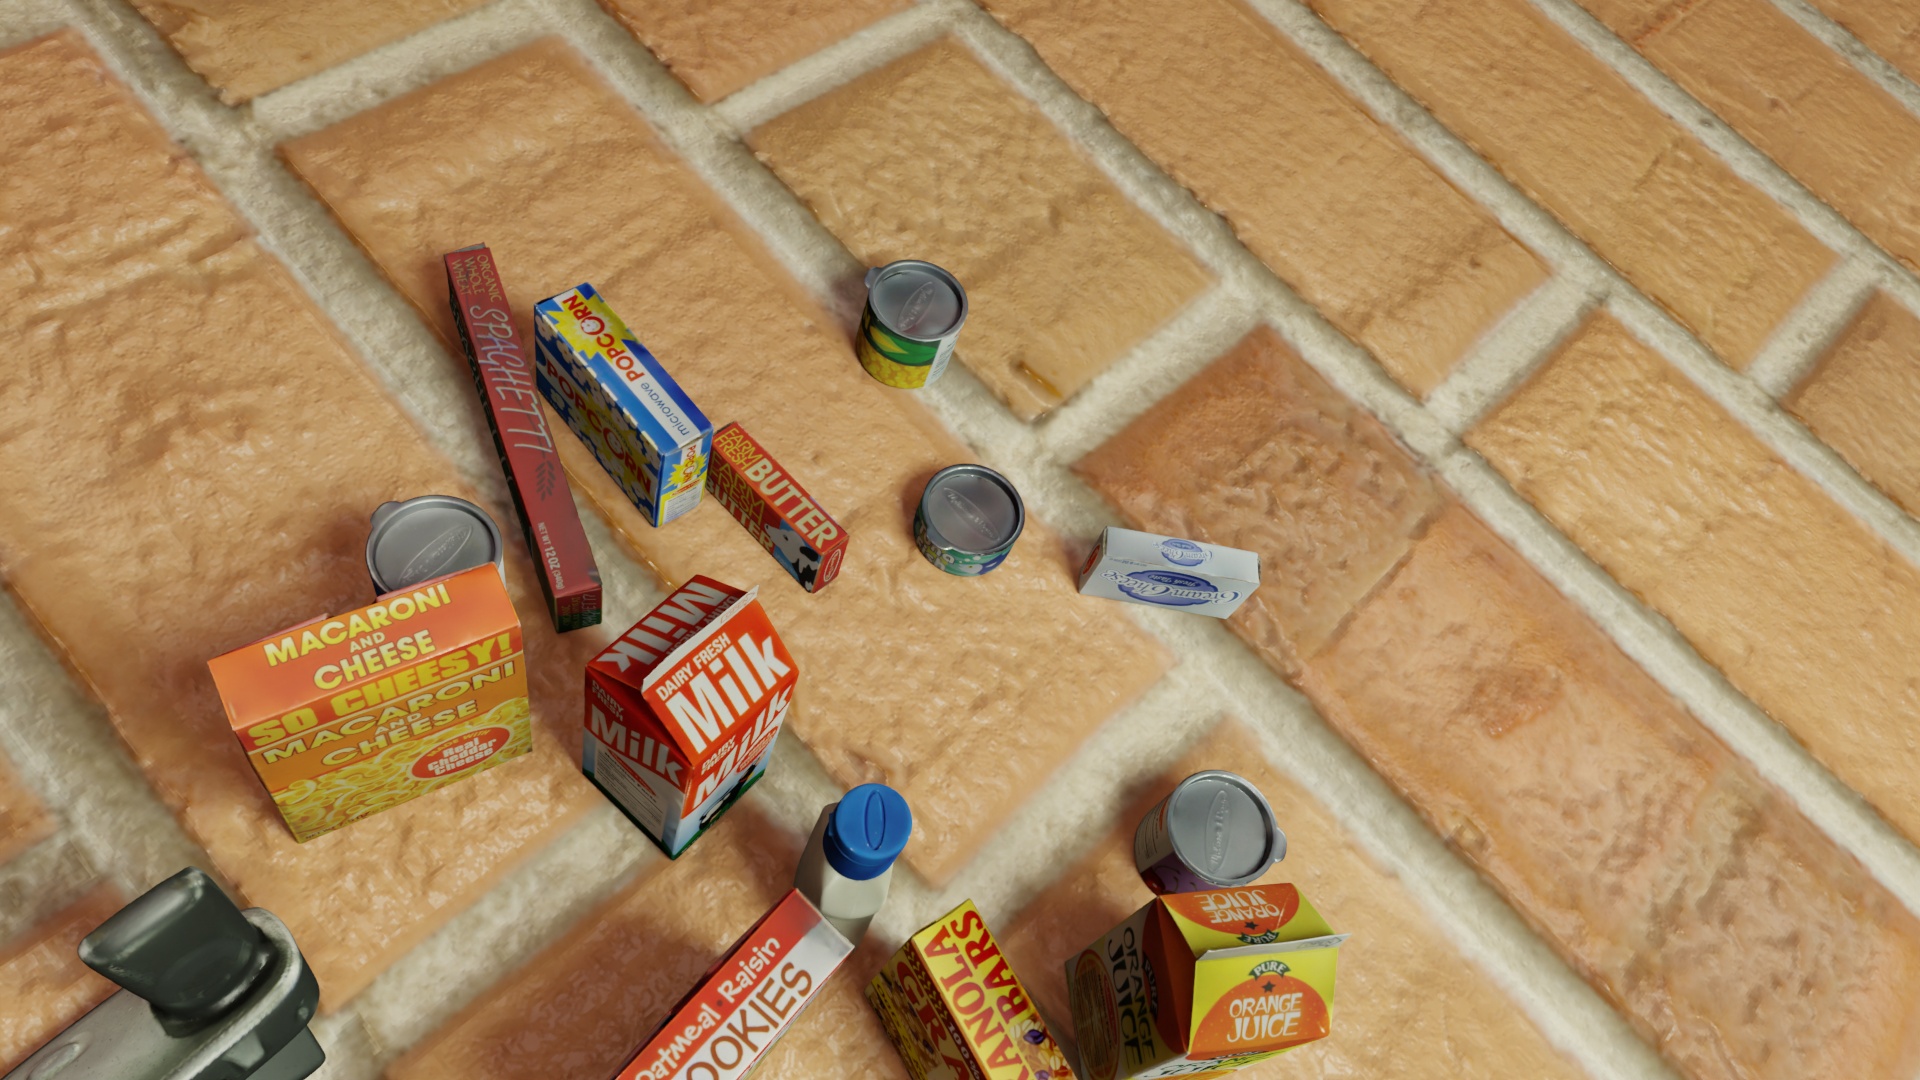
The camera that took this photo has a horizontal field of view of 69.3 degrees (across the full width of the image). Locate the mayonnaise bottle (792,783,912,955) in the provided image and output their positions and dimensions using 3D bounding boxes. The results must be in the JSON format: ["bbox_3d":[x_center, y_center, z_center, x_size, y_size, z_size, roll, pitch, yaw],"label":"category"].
[{"bbox_3d":[-0.056,0.162,0.692,0.041,0.147,0.065,6,60,-12],"label":"mayonnaise bottle"}]

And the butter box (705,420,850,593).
[{"bbox_3d":[-0.112,-0.019,0.835,0.103,0.053,0.024,45,60,12],"label":"butter box"}]

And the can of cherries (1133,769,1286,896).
[{"bbox_3d":[0.141,0.173,0.792,0.071,0.058,0.072,7,60,-12],"label":"can of cherries"}]

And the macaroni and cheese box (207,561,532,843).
[{"bbox_3d":[-0.274,0.081,0.667,0.124,0.165,0.040,-22,69,-25],"label":"macaroni and cheese box"}]

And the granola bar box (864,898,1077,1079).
[{"bbox_3d":[0.018,0.268,0.666,0.039,0.123,0.166,-24,70,-25],"label":"granola bar box"}]

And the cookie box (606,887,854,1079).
[{"bbox_3d":[-0.115,0.232,0.624,0.040,0.166,0.123,40,59,9],"label":"cookie box"}]

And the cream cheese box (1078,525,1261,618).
[{"bbox_3d":[0.131,0.021,0.879,0.104,0.053,0.024,10,59,-10],"label":"cream cheese box"}]

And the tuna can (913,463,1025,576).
[{"bbox_3d":[0.003,-0.011,0.874,0.071,0.032,0.071,7,60,-12],"label":"tuna can"}]

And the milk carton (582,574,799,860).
[{"bbox_3d":[-0.136,0.084,0.689,0.073,0.189,0.073,41,59,9],"label":"milk carton"}]

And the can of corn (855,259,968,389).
[{"bbox_3d":[-0.036,-0.144,0.924,0.071,0.058,0.071,7,60,-12],"label":"can of corn"}]

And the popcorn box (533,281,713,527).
[{"bbox_3d":[-0.202,-0.079,0.826,0.038,0.084,0.127,-35,75,-29],"label":"popcorn box"}]

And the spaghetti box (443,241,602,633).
[{"bbox_3d":[-0.260,-0.065,0.822,0.029,0.050,0.251,-15,66,-22],"label":"spaghetti box"}]

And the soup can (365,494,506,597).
[{"bbox_3d":[-0.281,0.022,0.747,0.071,0.083,0.071,7,60,-12],"label":"soup can"}]

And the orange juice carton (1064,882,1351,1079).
[{"bbox_3d":[0.117,0.219,0.680,0.072,0.191,0.073,0,62,-16],"label":"orange juice carton"}]
